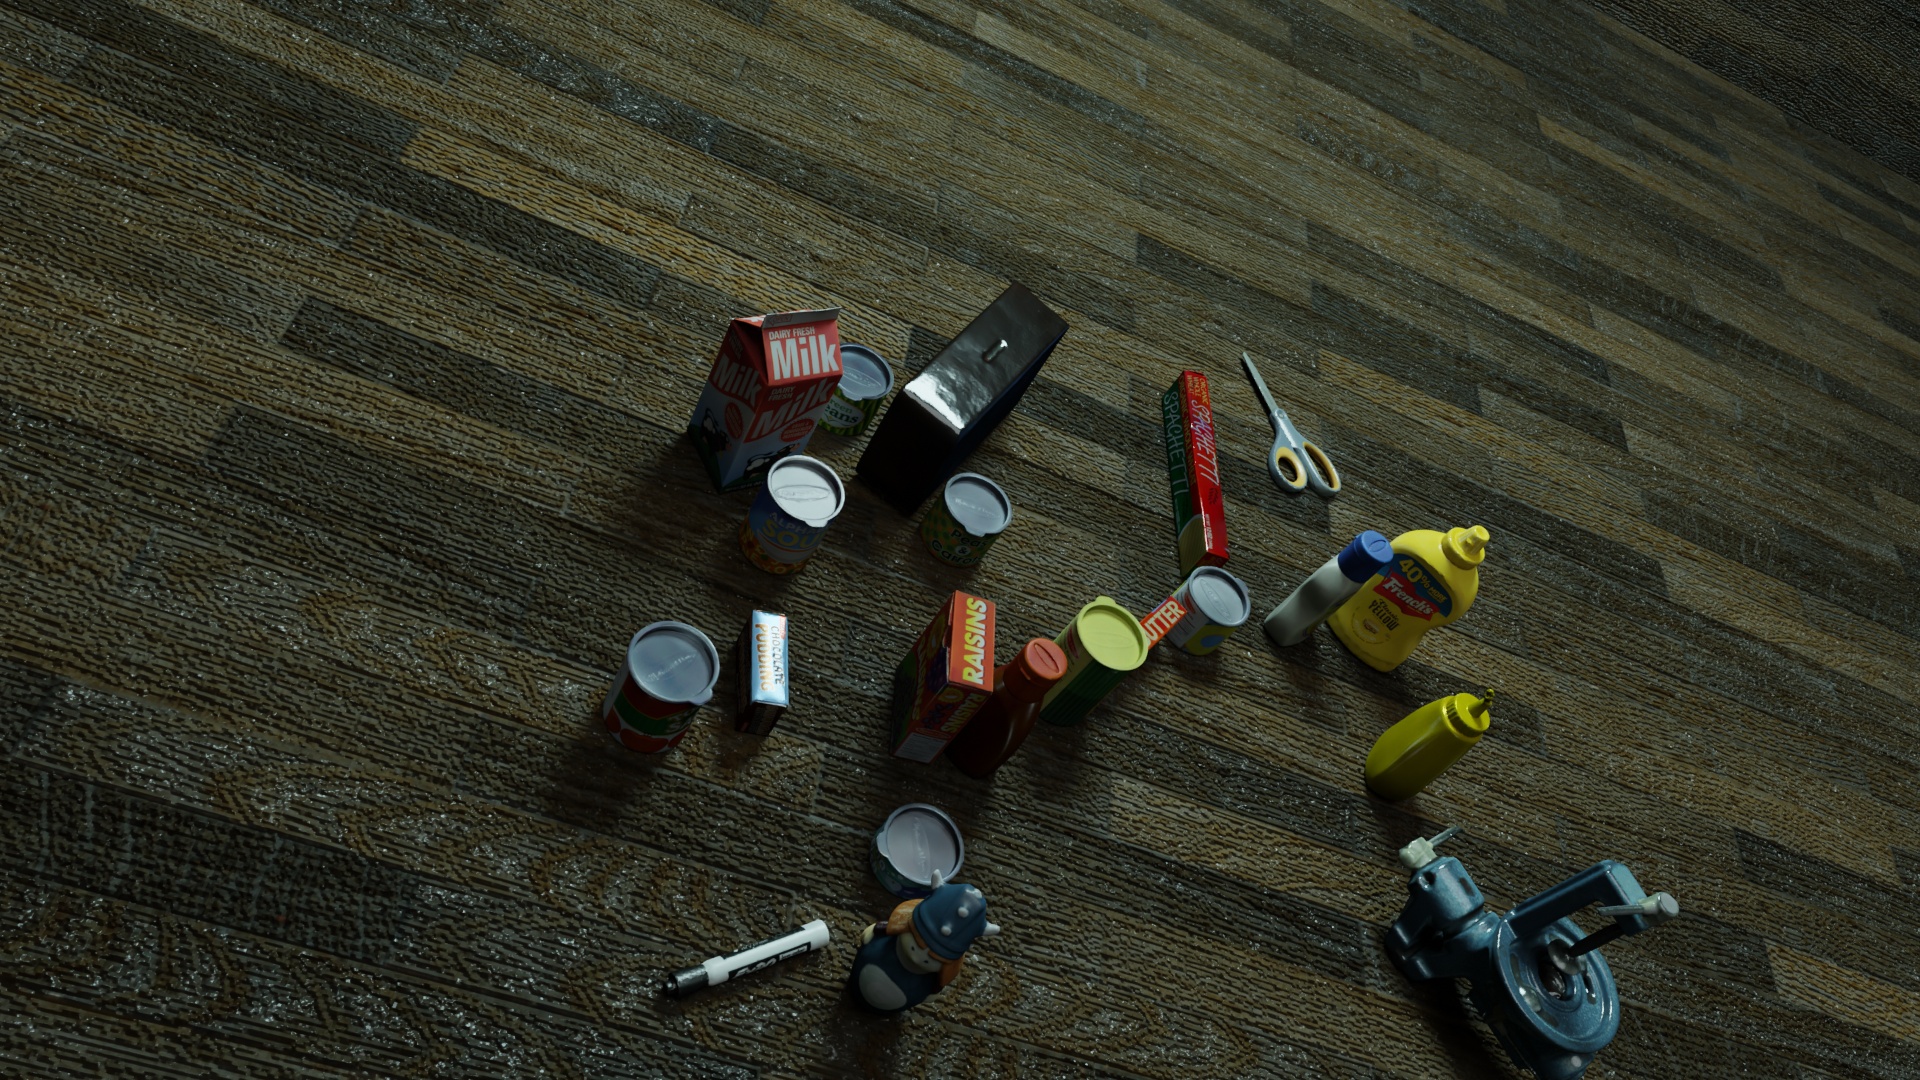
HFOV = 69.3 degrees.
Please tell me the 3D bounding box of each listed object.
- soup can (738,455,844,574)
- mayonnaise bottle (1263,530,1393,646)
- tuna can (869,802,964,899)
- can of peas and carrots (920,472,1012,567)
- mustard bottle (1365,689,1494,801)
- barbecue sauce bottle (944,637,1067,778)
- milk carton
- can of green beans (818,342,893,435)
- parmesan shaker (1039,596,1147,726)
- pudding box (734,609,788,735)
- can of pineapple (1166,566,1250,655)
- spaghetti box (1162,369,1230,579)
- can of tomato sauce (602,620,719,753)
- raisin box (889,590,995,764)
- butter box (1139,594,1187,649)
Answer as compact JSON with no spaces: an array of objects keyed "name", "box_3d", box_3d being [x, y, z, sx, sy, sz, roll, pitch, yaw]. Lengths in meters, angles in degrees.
[{"name":"soup can","box_3d":[-0.140,-0.018,1.151,0.071,0.083,0.072,15,50,-19]},{"name":"mayonnaise bottle","box_3d":[0.355,0.046,1.333,0.065,0.147,0.041,-22,69,-39]},{"name":"tuna can","box_3d":[-0.036,0.235,1.049,0.071,0.032,0.071,15,50,-19]},{"name":"can of peas and carrots","box_3d":[0.004,-0.016,1.247,0.071,0.058,0.071,15,50,-19]},{"name":"mustard bottle","box_3d":[0.434,0.180,1.265,0.049,0.159,0.066,31,47,-5]},{"name":"barbecue sauce bottle","box_3d":[0.034,0.129,1.091,0.044,0.147,0.065,-25,71,-40]},{"name":"milk carton","box_3d":[-0.159,-0.126,1.151,0.072,0.189,0.073,-14,64,-36]},{"name":"can of green beans","box_3d":[-0.103,-0.139,1.283,0.071,0.057,0.071,15,50,-19]},{"name":"parmesan shaker","box_3d":[0.105,0.104,1.180,0.071,0.102,0.071,15,50,-19]},{"name":"pudding box","box_3d":[-0.154,0.102,1.075,0.030,0.049,0.084,11,51,-22]},{"name":"can of pineapple","box_3d":[0.231,0.067,1.310,0.071,0.057,0.071,15,50,-19]},{"name":"spaghetti box","box_3d":[0.240,-0.071,1.426,0.029,0.050,0.251,16,50,-18]},{"name":"can of tomato sauce","box_3d":[-0.217,0.109,1.011,0.071,0.082,0.071,15,50,-19]},{"name":"raisin box","box_3d":[-0.015,0.109,1.096,0.040,0.122,0.086,18,49,-17]},{"name":"butter box","box_3d":[0.159,0.093,1.253,0.024,0.052,0.104,46,47,9]}]
